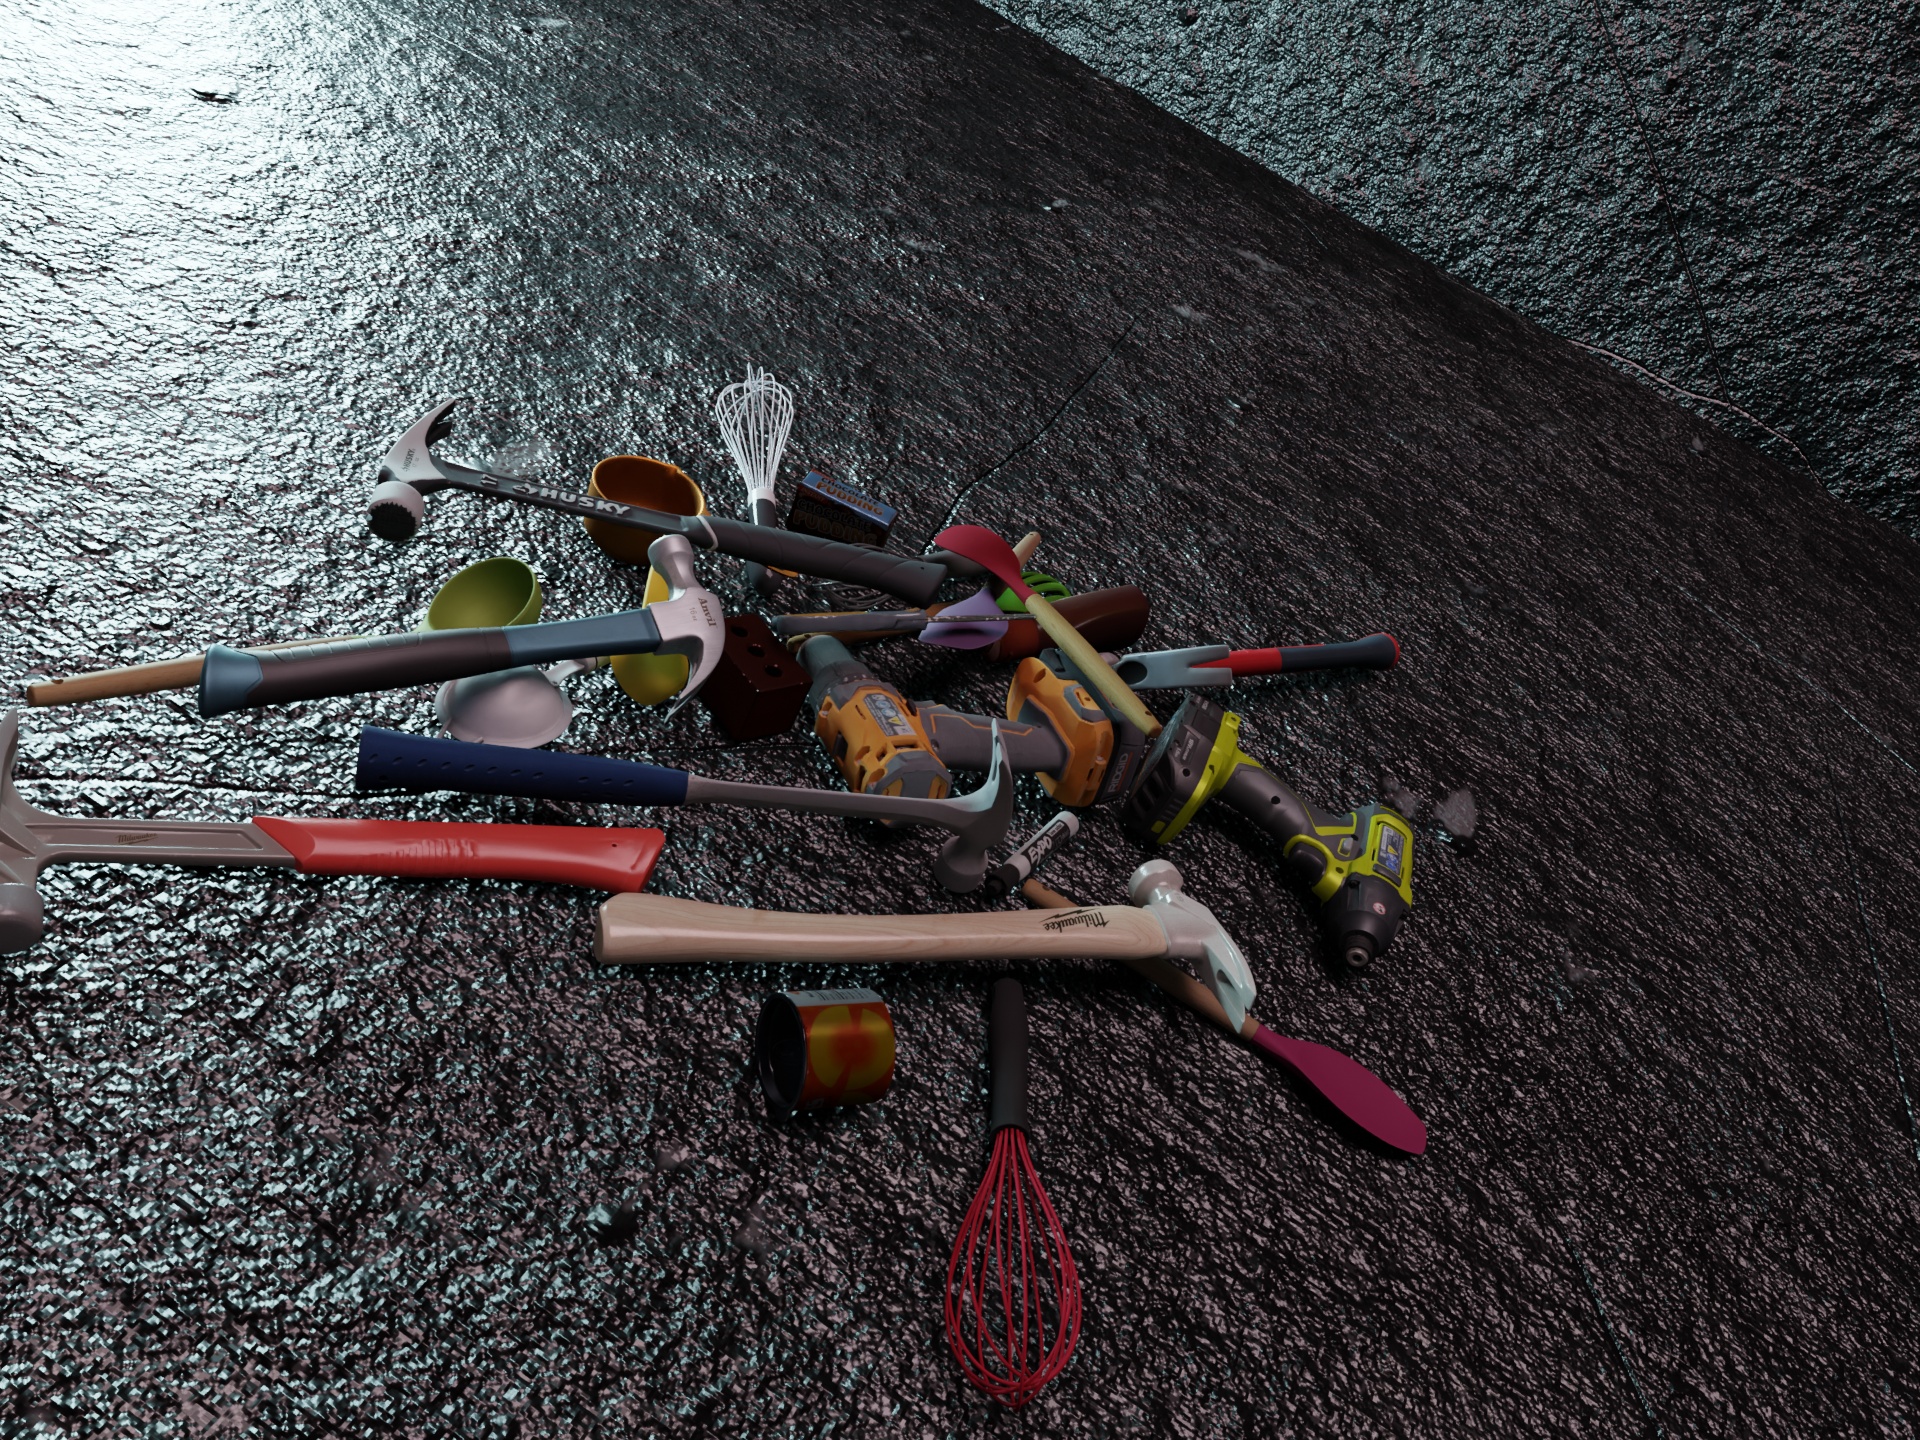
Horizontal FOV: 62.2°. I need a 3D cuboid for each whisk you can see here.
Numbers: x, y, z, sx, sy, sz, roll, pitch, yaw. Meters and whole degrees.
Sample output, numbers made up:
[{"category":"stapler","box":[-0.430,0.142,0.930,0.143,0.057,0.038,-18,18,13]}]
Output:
[{"category":"whisk","box":[0.028,0.250,0.894,0.073,0.073,0.296,19,31,-12]},{"category":"whisk","box":[-0.034,-0.130,1.335,0.239,0.055,0.055,-15,53,-48]},{"category":"whisk","box":[-0.168,-0.202,1.334,0.070,0.070,0.285,11,44,-22]}]

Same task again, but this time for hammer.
[{"category":"hammer","box":[0.287,-0.053,1.401,0.386,0.143,0.038,-6,91,-44]},{"category":"hammer","box":[-0.346,0.064,0.897,0.359,0.036,0.149,4,42,-29]},{"category":"hammer","box":[-0.296,-0.044,0.983,0.331,0.033,0.128,-10,66,-36]},{"category":"hammer","box":[-0.160,0.039,0.990,0.405,0.144,0.035,7,46,-17]},{"category":"hammer","box":[-0.016,0.139,0.982,0.410,0.038,0.146,3,29,-23]},{"category":"hammer","box":[-0.205,-0.142,1.153,0.408,0.036,0.149,11,38,-16]}]

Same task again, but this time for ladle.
[{"category":"ladle","box":[0.067,-0.077,1.219,0.069,0.031,0.316,4,31,-34]},{"category":"ladle","box":[-0.396,-0.052,0.970,0.078,0.062,0.320,27,26,33]}]

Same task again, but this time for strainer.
[{"category":"strainer","box":[-0.263,-0.040,1.080,0.087,0.050,0.258,28,31,15]}]

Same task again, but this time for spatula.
[{"category":"spatula","box":[0.031,-0.110,1.310,0.060,0.018,0.316,10,23,11]}]

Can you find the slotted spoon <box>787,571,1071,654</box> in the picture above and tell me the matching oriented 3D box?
[{"category":"slotted spoon","box":[-0.016,-0.086,1.309,0.313,0.031,0.070,-15,47,-42]}]

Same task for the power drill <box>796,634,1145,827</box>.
[{"category":"power drill","box":[-0.002,-0.004,1.172,0.226,0.084,0.186,-4,38,-30]}]

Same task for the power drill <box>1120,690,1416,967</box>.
[{"category":"power drill","box":[0.243,0.087,1.222,0.223,0.080,0.171,32,35,0]}]

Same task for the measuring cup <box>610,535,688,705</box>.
[{"category":"measuring cup","box":[-0.209,-0.080,1.127,0.062,0.029,0.157,44,38,-40]}]

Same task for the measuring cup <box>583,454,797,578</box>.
[{"category":"measuring cup","box":[-0.209,-0.137,1.225,0.173,0.052,0.095,30,35,0]}]

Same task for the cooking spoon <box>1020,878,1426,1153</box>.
[{"category":"cooking spoon","box":[0.178,0.199,1.086,0.319,0.017,0.069,33,26,6]}]
